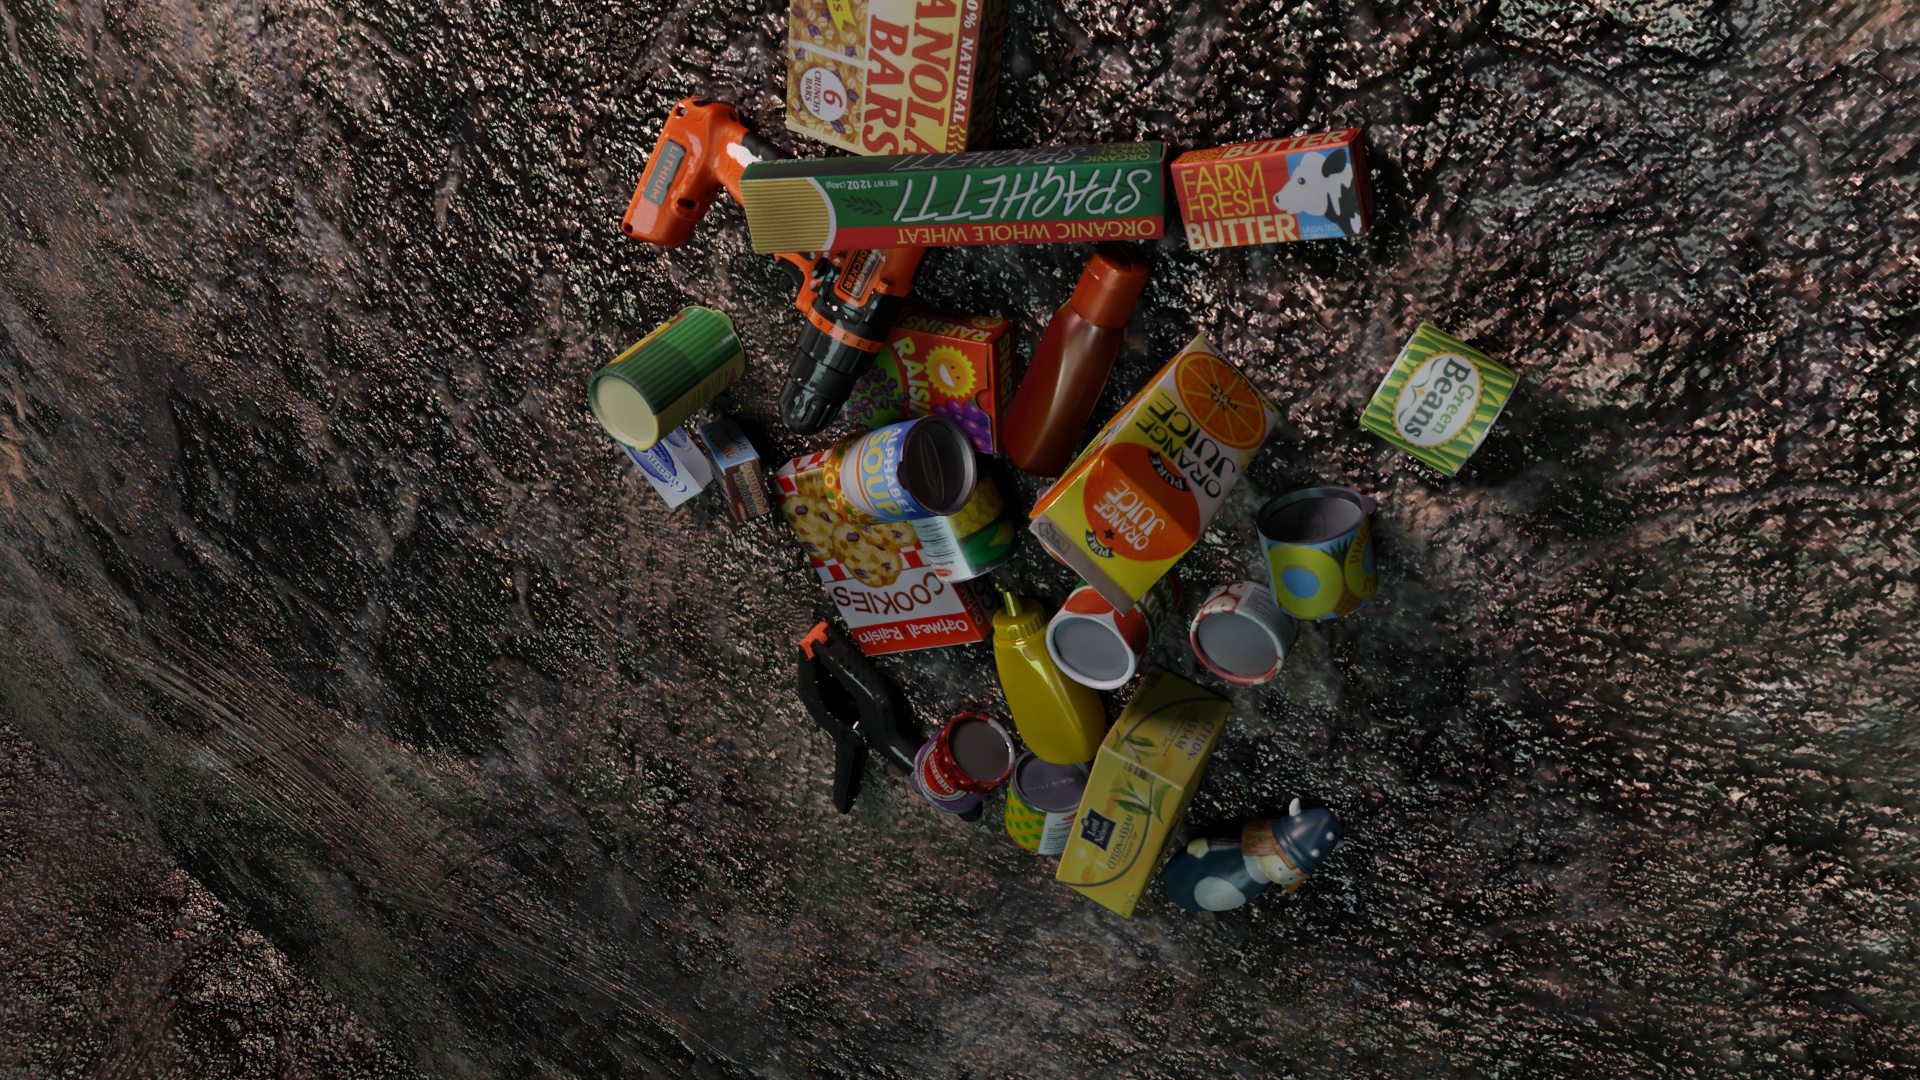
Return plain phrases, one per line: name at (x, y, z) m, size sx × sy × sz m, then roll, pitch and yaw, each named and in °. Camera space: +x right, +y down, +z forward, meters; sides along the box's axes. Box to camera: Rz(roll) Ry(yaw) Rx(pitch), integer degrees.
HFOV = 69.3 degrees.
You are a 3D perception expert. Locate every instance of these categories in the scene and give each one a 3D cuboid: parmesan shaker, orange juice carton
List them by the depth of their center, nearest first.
orange juice carton at (0.107, -0.034, 0.796) m, size 0.072 × 0.194 × 0.072 m, roll 45°, pitch 136°, yaw -3°
parmesan shaker at (-0.213, -0.121, 1.013) m, size 0.071 × 0.103 × 0.071 m, roll 18°, pitch 132°, yaw 22°

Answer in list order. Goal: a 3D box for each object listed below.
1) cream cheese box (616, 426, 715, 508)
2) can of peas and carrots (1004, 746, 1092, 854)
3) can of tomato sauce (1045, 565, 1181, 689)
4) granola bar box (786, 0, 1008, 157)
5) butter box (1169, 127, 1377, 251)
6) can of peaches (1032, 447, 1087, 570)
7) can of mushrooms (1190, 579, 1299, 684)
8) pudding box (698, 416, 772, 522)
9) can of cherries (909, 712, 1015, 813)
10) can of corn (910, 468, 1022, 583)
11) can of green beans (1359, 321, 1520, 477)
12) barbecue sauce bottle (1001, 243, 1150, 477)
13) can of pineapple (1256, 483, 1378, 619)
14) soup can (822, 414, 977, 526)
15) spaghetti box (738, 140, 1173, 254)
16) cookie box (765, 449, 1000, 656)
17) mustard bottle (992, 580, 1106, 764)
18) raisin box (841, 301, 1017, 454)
cream cheese box at (-0.247, -0.078, 1.128) m, size 0.053 × 0.024 × 0.103 m, roll -26°, pitch 107°, yaw 45°
can of peas and carrots at (0.069, 0.205, 1.108) m, size 0.071 × 0.071 × 0.058 m, roll 23°, pitch 134°, yaw 18°
can of tomato sauce at (0.106, 0.050, 0.944) m, size 0.071 × 0.083 × 0.070 m, roll 19°, pitch 133°, yaw 22°
granola bar box at (-0.036, -0.300, 0.794) m, size 0.124 × 0.039 × 0.164 m, roll 24°, pitch 134°, yaw 16°
butter box at (0.168, -0.189, 0.753) m, size 0.103 × 0.024 × 0.053 m, roll 2°, pitch 125°, yaw 33°
can of peaches at (0.088, -0.023, 0.911) m, size 0.071 × 0.071 × 0.057 m, roll 40°, pitch 137°, yaw 0°
can of mushrooms at (0.189, 0.063, 0.934) m, size 0.071 × 0.034 × 0.070 m, roll 18°, pitch 132°, yaw 21°
pudding box at (-0.172, -0.055, 1.059) m, size 0.084 × 0.030 × 0.049 m, roll -130°, pitch 25°, yaw -54°
can of cherries at (0.002, 0.182, 1.130) m, size 0.071 × 0.072 × 0.058 m, roll 41°, pitch 136°, yaw -1°
can of corn at (0.003, -0.012, 0.978) m, size 0.071 × 0.071 × 0.058 m, roll -11°, pitch 111°, yaw 40°
can of green beans at (0.258, -0.077, 0.751) m, size 0.058 × 0.071 × 0.071 m, roll 32°, pitch 136°, yaw 9°
barbecue sauce bottle at (0.070, -0.112, 0.859) m, size 0.044 × 0.065 × 0.147 m, roll 9°, pitch 130°, yaw -19°
can of pineapple at (0.219, 0.007, 0.844) m, size 0.071 × 0.071 × 0.057 m, roll 3°, pitch 125°, yaw 33°
soup can at (-0.043, -0.045, 0.924) m, size 0.083 × 0.072 × 0.071 m, roll -8°, pitch 119°, yaw 45°
spaghetti box at (-0.004, -0.198, 0.805) m, size 0.250 × 0.029 × 0.050 m, roll 0°, pitch 129°, yaw 12°
cookie box at (-0.056, 0.006, 1.053) m, size 0.122 × 0.040 × 0.167 m, roll -11°, pitch 116°, yaw 40°
mustard bottle at (0.059, 0.094, 1.036) m, size 0.065 × 0.049 × 0.159 m, roll -3°, pitch 121°, yaw 36°
raisin box at (-0.024, -0.114, 0.935) m, size 0.123 × 0.040 × 0.085 m, roll 15°, pitch 130°, yaw 24°
